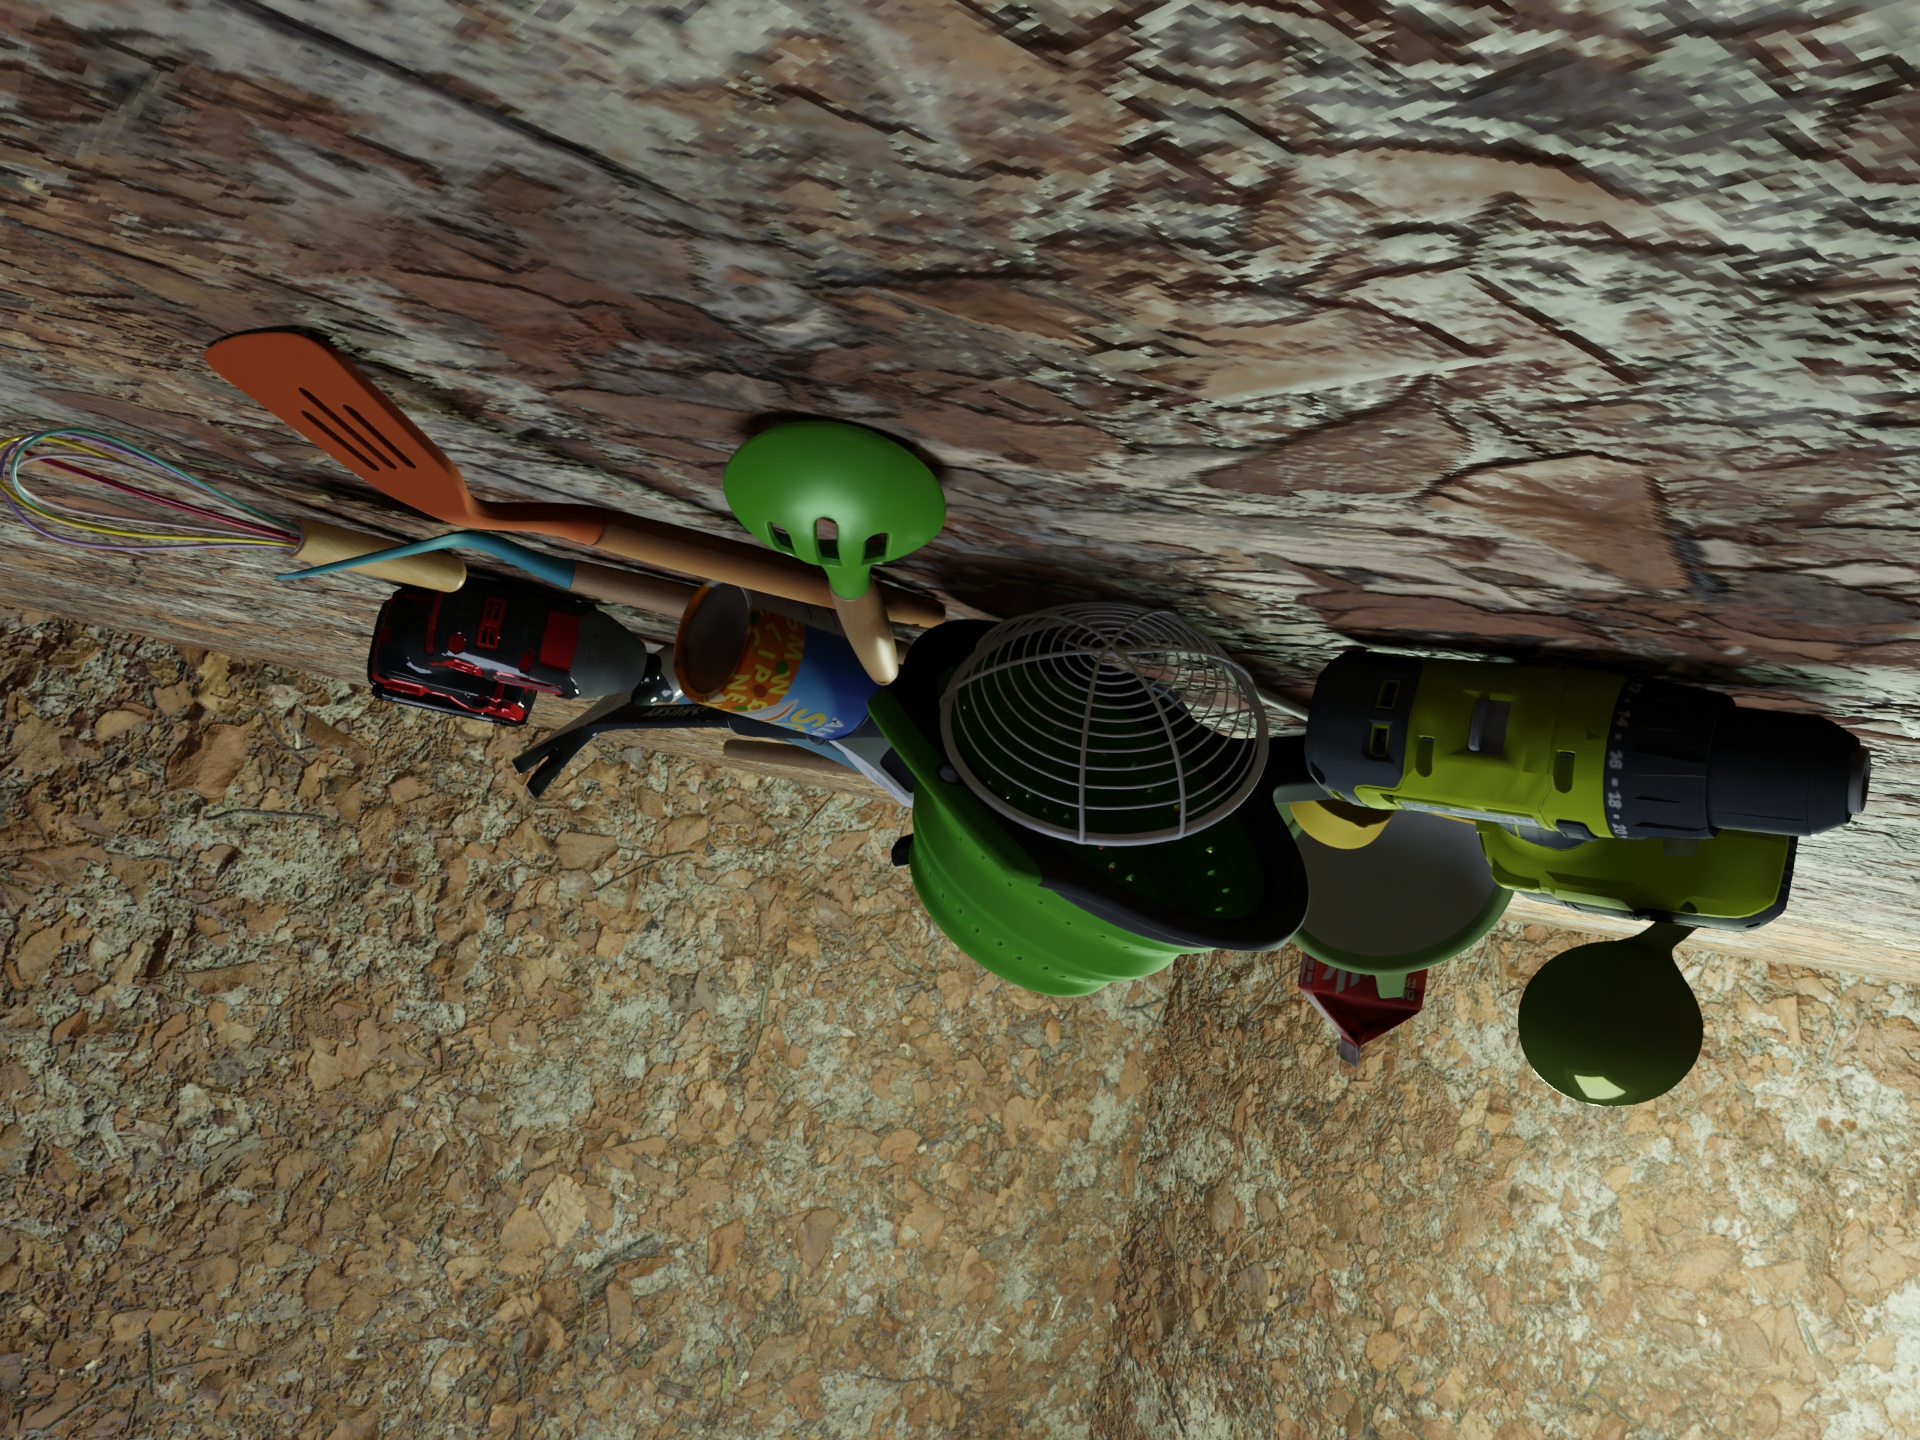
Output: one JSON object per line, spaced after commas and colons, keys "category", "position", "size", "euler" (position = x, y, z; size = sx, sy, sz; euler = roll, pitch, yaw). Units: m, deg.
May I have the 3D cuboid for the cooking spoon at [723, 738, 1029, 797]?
{"category": "cooking spoon", "position": [-0.036, 0.034, 1.131], "size": [0.319, 0.017, 0.068], "euler": [5, -172, 27]}

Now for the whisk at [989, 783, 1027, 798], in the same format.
{"category": "whisk", "position": [0.054, 0.026, 0.958], "size": [0.055, 0.055, 0.239], "euler": [7, -169, 35]}

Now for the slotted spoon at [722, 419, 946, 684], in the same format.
{"category": "slotted spoon", "position": [-0.038, -0.047, 0.611], "size": [0.070, 0.031, 0.313], "euler": [5, 171, 2]}

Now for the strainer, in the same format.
{"category": "strainer", "position": [0.218, 0.052, 0.970], "size": [0.256, 0.151, 0.069], "euler": [32, -155, -13]}

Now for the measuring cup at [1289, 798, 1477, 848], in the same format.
{"category": "measuring cup", "position": [0.260, 0.055, 0.908], "size": [0.156, 0.062, 0.029], "euler": [10, 131, -15]}

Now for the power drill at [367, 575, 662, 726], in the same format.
{"category": "power drill", "position": [-0.294, -0.044, 1.034], "size": [0.143, 0.078, 0.220], "euler": [14, 171, -32]}

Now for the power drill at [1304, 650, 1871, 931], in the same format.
{"category": "power drill", "position": [0.270, 0.030, 0.651], "size": [0.191, 0.080, 0.228], "euler": [7, 170, 36]}

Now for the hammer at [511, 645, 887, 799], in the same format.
{"category": "hammer", "position": [-0.138, -0.002, 0.948], "size": [0.409, 0.149, 0.036], "euler": [-1, 122, 54]}

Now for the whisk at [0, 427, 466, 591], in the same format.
{"category": "whisk", "position": [-0.353, -0.100, 0.796], "size": [0.047, 0.051, 0.244], "euler": [33, -168, 35]}

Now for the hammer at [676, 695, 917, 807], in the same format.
{"category": "hammer", "position": [-0.122, 0.003, 1.106], "size": [0.128, 0.033, 0.331], "euler": [48, 163, -31]}

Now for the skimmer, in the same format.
{"category": "skimmer", "position": [0.133, 0.018, 0.724], "size": [0.127, 0.090, 0.363], "euler": [43, -163, 34]}

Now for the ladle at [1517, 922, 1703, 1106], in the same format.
{"category": "ladle", "position": [0.368, 0.108, 0.805], "size": [0.078, 0.062, 0.320], "euler": [10, -162, 38]}

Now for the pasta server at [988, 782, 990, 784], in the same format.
{"category": "pasta server", "position": [-0.001, -0.003, 0.936], "size": [0.060, 0.040, 0.316], "euler": [6, 164, 2]}

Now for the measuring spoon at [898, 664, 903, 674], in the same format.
{"category": "measuring spoon", "position": [-0.034, -0.022, 0.902], "size": [0.042, 0.021, 0.129], "euler": [9, -174, -20]}

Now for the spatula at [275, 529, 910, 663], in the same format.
{"category": "spatula", "position": [-0.174, -0.057, 0.808], "size": [0.317, 0.044, 0.082], "euler": [12, 179, -22]}

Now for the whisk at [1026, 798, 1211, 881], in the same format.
{"category": "whisk", "position": [0.087, 0.082, 1.022], "size": [0.073, 0.073, 0.296], "euler": [15, -177, -32]}

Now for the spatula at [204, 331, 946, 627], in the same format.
{"category": "spatula", "position": [-0.118, -0.078, 0.610], "size": [0.081, 0.041, 0.322], "euler": [6, 176, 44]}

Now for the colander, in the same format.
{"category": "colander", "position": [0.098, 0.053, 0.766], "size": [0.397, 0.094, 0.205], "euler": [-1, -138, -49]}

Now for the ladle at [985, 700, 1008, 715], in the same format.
{"category": "ladle", "position": [0.105, 0.016, 1.078], "size": [0.315, 0.031, 0.069], "euler": [10, 170, -12]}
